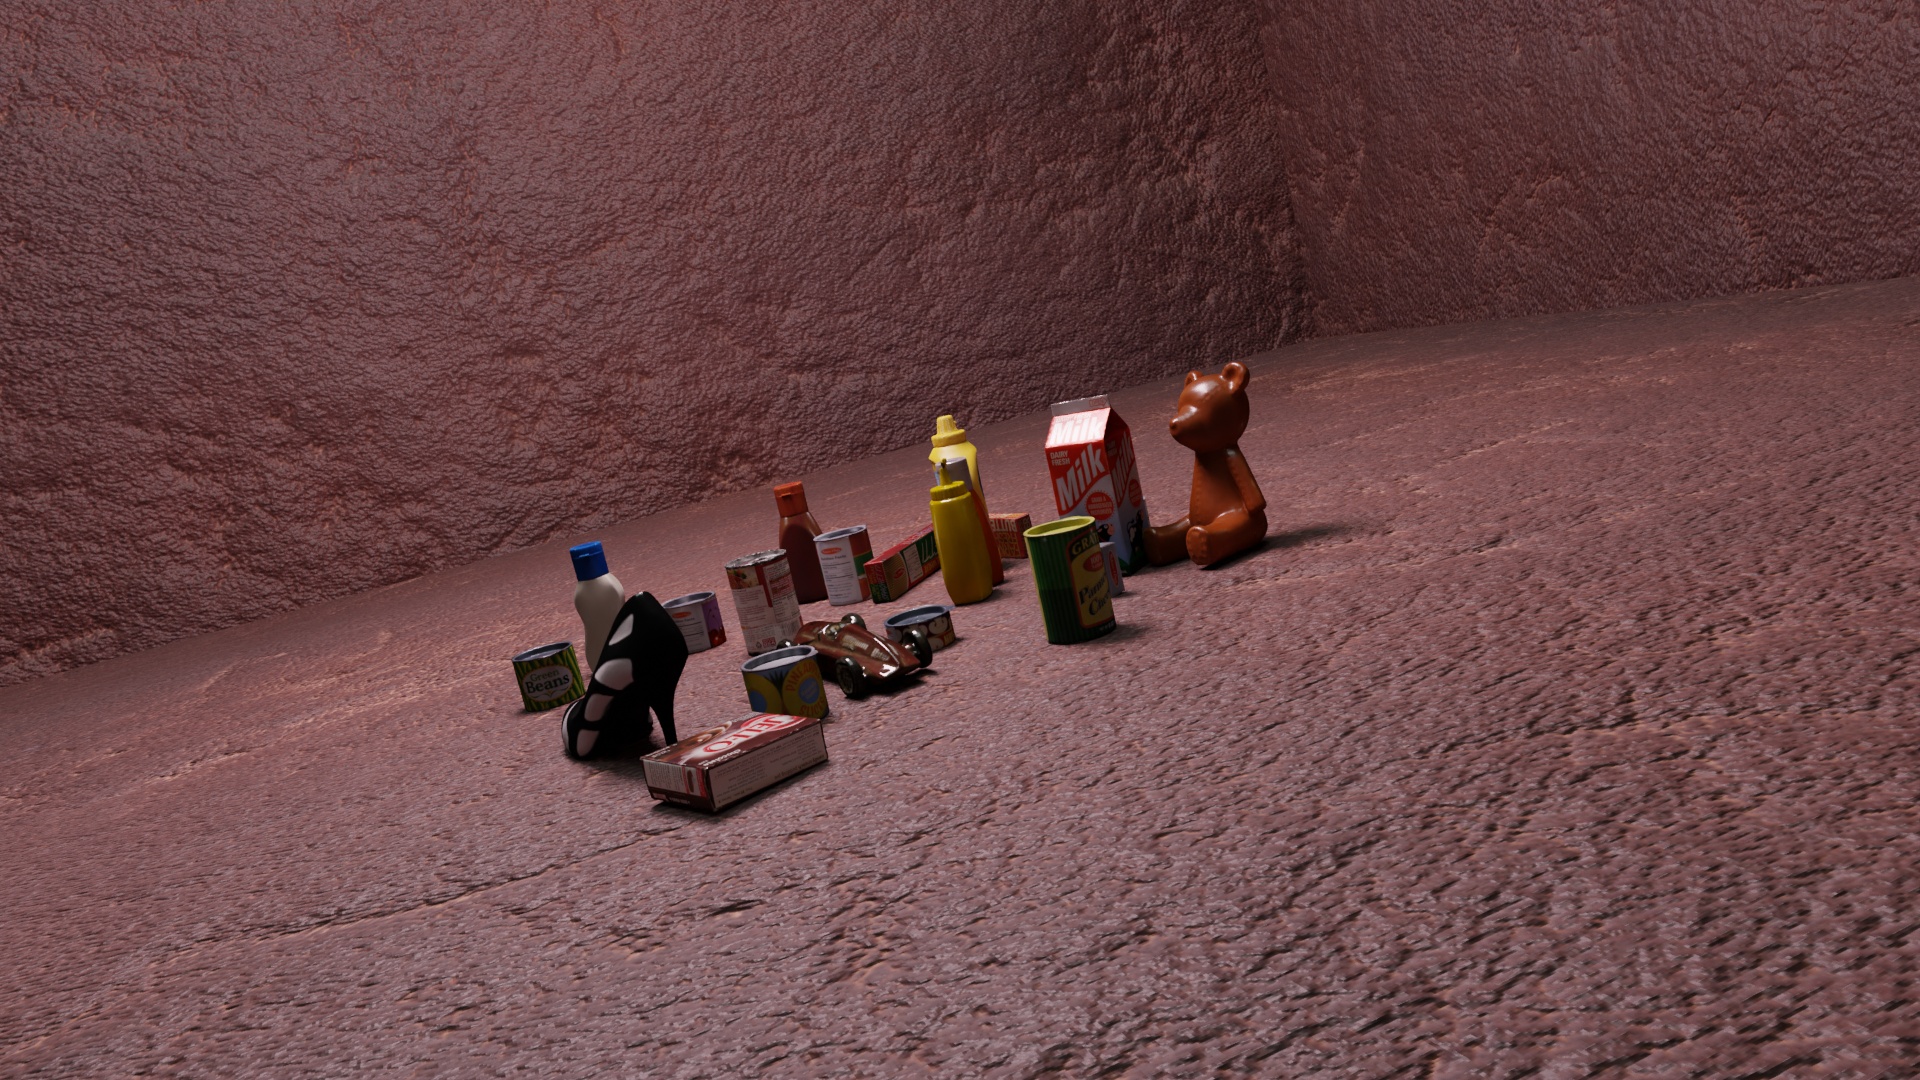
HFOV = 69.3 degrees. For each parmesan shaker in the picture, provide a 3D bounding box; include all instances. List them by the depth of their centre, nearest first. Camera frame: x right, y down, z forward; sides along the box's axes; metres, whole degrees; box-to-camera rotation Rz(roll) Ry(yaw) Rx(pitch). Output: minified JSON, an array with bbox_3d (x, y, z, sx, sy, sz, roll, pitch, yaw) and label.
[{"bbox_3d":[0.102,0.035,1.267,0.071,0.103,0.071,-13,9,2],"label":"parmesan shaker"}]

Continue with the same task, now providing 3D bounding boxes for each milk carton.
[{"bbox_3d":[0.147,-0.059,1.492,0.072,0.190,0.074,-8,10,31],"label":"milk carton"}]

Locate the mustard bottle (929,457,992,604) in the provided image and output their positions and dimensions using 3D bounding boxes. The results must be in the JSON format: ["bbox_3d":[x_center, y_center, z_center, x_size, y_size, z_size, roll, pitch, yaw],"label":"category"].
[{"bbox_3d":[-0.003,-0.013,1.519,0.049,0.160,0.065,-11,9,16],"label":"mustard bottle"}]

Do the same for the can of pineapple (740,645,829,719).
[{"bbox_3d":[-0.150,0.128,1.201,0.071,0.057,0.071,-13,9,2],"label":"can of pineapple"}]

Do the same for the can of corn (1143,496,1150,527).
[{"bbox_3d":[0.182,-0.014,1.586,0.071,0.058,0.071,-13,9,2],"label":"can of corn"}]

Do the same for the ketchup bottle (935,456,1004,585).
[{"bbox_3d":[0.006,-0.020,1.583,0.064,0.148,0.044,-5,12,43],"label":"ketchup bottle"}]

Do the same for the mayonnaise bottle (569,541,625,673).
[{"bbox_3d":[-0.409,0.076,1.587,0.065,0.147,0.041,-14,9,-3],"label":"mayonnaise bottle"}]

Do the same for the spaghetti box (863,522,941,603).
[{"bbox_3d":[-0.052,0.020,1.728,0.028,0.050,0.251,-9,10,23],"label":"spaghetti box"}]

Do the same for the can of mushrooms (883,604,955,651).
[{"bbox_3d":[-0.037,0.087,1.362,0.071,0.033,0.071,-13,9,2],"label":"can of mushrooms"}]

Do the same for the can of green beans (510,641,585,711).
[{"bbox_3d":[-0.444,0.146,1.497,0.071,0.057,0.071,-13,9,2],"label":"can of green beans"}]

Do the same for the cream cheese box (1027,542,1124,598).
[{"bbox_3d":[0.117,0.031,1.421,0.024,0.053,0.103,-21,12,-42],"label":"cream cheese box"}]

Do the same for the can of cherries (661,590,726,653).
[{"bbox_3d":[-0.308,0.095,1.611,0.071,0.058,0.071,-13,9,2],"label":"can of cherries"}]

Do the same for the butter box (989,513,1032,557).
[{"bbox_3d":[0.052,-0.006,1.732,0.024,0.053,0.103,-19,11,-34],"label":"butter box"}]

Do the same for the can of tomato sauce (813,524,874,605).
[{"bbox_3d":[-0.135,0.030,1.682,0.071,0.083,0.071,-13,9,2],"label":"can of tomato sauce"}]

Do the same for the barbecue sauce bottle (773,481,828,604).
[{"bbox_3d":[-0.198,0.002,1.731,0.065,0.148,0.044,-12,9,8],"label":"barbecue sauce bottle"}]
